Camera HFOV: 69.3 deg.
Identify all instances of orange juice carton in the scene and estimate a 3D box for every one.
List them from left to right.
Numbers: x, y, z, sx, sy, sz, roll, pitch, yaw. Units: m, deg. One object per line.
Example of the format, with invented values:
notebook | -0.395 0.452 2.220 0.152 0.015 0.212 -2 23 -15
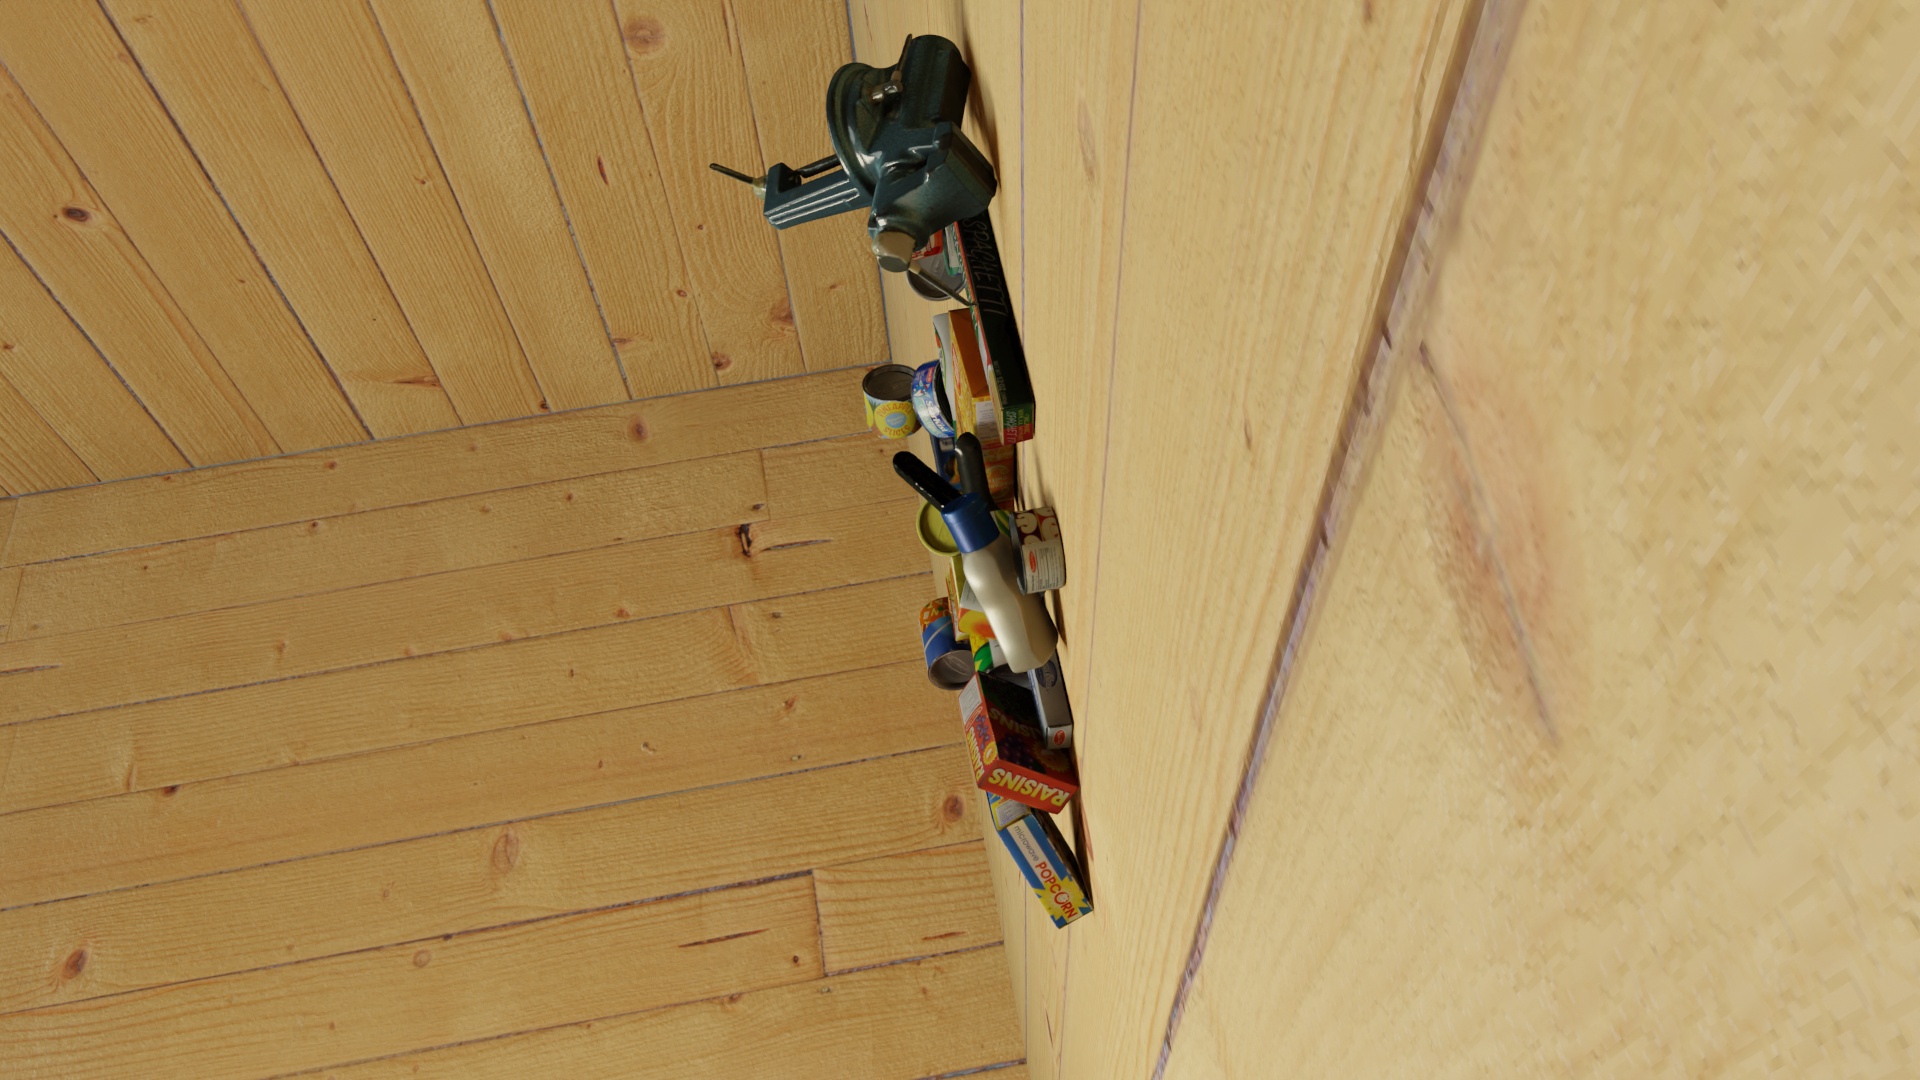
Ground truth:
orange juice carton | 0.027 0.059 1.426 0.192 0.072 0.073 105 156 -81

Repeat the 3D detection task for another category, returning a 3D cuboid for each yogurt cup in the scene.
yogurt cup | -0.046 -0.286 1.269 0.072 0.054 0.072 175 86 -86

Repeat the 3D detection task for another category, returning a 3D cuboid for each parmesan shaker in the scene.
parmesan shaker | 0.005 -0.018 1.405 0.103 0.071 0.071 -7 -93 -73

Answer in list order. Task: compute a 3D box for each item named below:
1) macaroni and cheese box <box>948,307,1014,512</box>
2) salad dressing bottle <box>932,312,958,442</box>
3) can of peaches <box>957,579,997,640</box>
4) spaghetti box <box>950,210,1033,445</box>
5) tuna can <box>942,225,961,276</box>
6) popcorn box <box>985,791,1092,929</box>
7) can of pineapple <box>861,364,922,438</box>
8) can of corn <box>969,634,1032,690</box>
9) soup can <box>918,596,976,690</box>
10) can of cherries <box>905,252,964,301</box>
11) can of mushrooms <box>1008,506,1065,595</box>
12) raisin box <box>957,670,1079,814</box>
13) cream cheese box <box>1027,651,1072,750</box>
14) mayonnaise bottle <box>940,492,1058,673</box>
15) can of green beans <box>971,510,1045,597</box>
macaroni and cheese box | 0.022 -0.117 1.305 0.165 0.040 0.124 86 173 -49
salad dressing bottle | 0.004 -0.162 1.434 0.064 0.044 0.147 -73 -26 -85
can of peaches | 0.033 0.058 1.259 0.071 0.058 0.071 9 -87 -82
spaghetti box | 0.023 -0.195 1.158 0.050 0.029 0.251 87 173 -59
tuna can | 0.001 -0.277 1.275 0.071 0.033 0.071 175 85 -86
popcorn box | 0.070 0.275 1.258 0.126 0.038 0.085 60 -176 -22
can of pineapple | -0.075 -0.154 1.558 0.071 0.071 0.057 -103 6 -46
can of corn | 0.044 0.109 1.309 0.070 0.071 0.058 86 175 -54
soup can | -0.007 0.112 1.533 0.084 0.071 0.071 -103 5 -46
can of cherries | -0.028 -0.285 1.405 0.058 0.071 0.071 -104 6 -58
can of mushrooms | 0.059 0.006 1.086 0.071 0.033 0.071 176 84 -87
raisin box | 0.049 0.179 1.235 0.040 0.086 0.124 -56 24 23
cream cheese box | 0.075 0.126 1.212 0.053 0.024 0.104 88 172 -59
mayonnaise bottle | 0.032 0.032 1.134 0.147 0.041 0.065 63 -155 -16
can of green beans | 0.037 0.016 1.198 0.058 0.071 0.071 -104 6 -57
